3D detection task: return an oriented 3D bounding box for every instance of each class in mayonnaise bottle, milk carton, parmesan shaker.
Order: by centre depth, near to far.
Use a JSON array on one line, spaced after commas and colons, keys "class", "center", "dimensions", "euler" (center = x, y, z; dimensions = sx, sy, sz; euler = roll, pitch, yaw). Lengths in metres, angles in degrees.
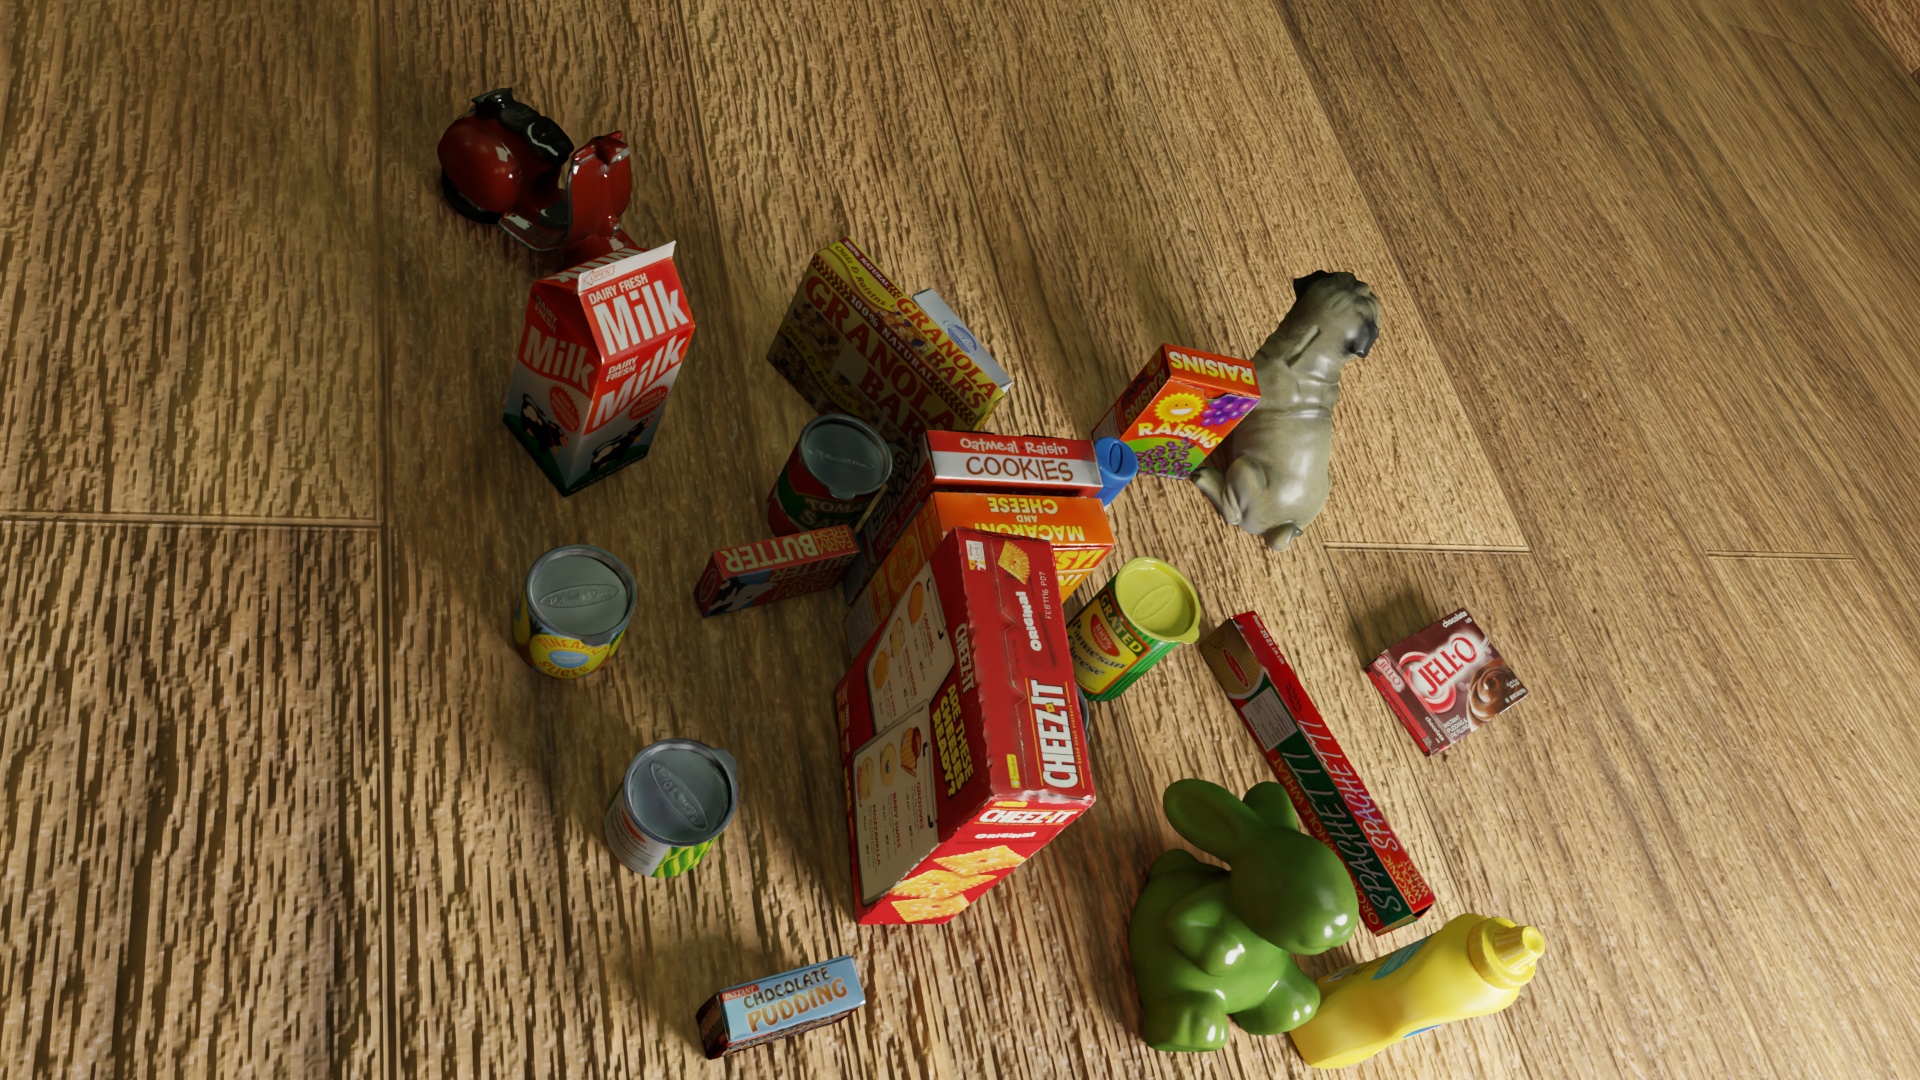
[{"class": "milk carton", "center": [-0.229, -0.117, 0.882], "dimensions": [0.073, 0.189, 0.073], "euler": [-33, 77, -38]}, {"class": "parmesan shaker", "center": [0.118, 0.068, 0.991], "dimensions": [0.071, 0.102, 0.071], "euler": [13, 54, -19]}, {"class": "mayonnaise bottle", "center": [0.077, -0.019, 0.999], "dimensions": [0.041, 0.147, 0.065], "euler": [20, 52, -14]}]

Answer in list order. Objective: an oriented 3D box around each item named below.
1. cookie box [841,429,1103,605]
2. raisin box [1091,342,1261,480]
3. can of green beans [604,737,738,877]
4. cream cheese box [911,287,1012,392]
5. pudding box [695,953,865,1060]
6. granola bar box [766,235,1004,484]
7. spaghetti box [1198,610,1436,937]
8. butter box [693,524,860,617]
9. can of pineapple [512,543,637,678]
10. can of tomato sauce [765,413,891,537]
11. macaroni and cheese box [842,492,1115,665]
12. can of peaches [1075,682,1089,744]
[{"class": "cookie box", "center": [0.003, -0.012, 0.945], "dimensions": [0.123, 0.166, 0.040], "euler": [1, 59, -26]}, {"class": "raisin box", "center": [0.172, -0.101, 1.119], "dimensions": [0.086, 0.122, 0.040], "euler": [9, 55, -22]}, {"class": "can of green beans", "center": [-0.170, 0.157, 0.813], "dimensions": [0.071, 0.057, 0.071], "euler": [13, 54, -19]}, {"class": "cream cheese box", "center": [-0.008, -0.145, 1.103], "dimensions": [0.024, 0.053, 0.104], "euler": [-31, 76, -38]}, {"class": "pudding box", "center": [-0.101, 0.262, 0.783], "dimensions": [0.084, 0.049, 0.030], "euler": [-6, 62, -30]}, {"class": "granola bar box", "center": [-0.057, -0.121, 1.016], "dimensions": [0.165, 0.123, 0.039], "euler": [46, 50, 8]}, {"class": "spaghetti box", "center": [0.261, 0.170, 1.029], "dimensions": [0.029, 0.050, 0.250], "euler": [-16, 67, -34]}, {"class": "butter box", "center": [-0.123, 0.020, 0.933], "dimensions": [0.104, 0.053, 0.024], "euler": [-13, 65, -33]}, {"class": "can of pineapple", "center": [-0.238, 0.046, 0.854], "dimensions": [0.071, 0.057, 0.071], "euler": [13, 54, -19]}, {"class": "can of tomato sauce", "center": [-0.093, -0.036, 0.967], "dimensions": [0.071, 0.082, 0.071], "euler": [13, 54, -19]}, {"class": "macaroni and cheese box", "center": [0.009, 0.030, 0.920], "dimensions": [0.124, 0.165, 0.040], "euler": [1, 59, -26]}, {"class": "can of peaches", "center": [0.046, 0.126, 0.944], "dimensions": [0.071, 0.057, 0.071], "euler": [13, 54, -19]}]
